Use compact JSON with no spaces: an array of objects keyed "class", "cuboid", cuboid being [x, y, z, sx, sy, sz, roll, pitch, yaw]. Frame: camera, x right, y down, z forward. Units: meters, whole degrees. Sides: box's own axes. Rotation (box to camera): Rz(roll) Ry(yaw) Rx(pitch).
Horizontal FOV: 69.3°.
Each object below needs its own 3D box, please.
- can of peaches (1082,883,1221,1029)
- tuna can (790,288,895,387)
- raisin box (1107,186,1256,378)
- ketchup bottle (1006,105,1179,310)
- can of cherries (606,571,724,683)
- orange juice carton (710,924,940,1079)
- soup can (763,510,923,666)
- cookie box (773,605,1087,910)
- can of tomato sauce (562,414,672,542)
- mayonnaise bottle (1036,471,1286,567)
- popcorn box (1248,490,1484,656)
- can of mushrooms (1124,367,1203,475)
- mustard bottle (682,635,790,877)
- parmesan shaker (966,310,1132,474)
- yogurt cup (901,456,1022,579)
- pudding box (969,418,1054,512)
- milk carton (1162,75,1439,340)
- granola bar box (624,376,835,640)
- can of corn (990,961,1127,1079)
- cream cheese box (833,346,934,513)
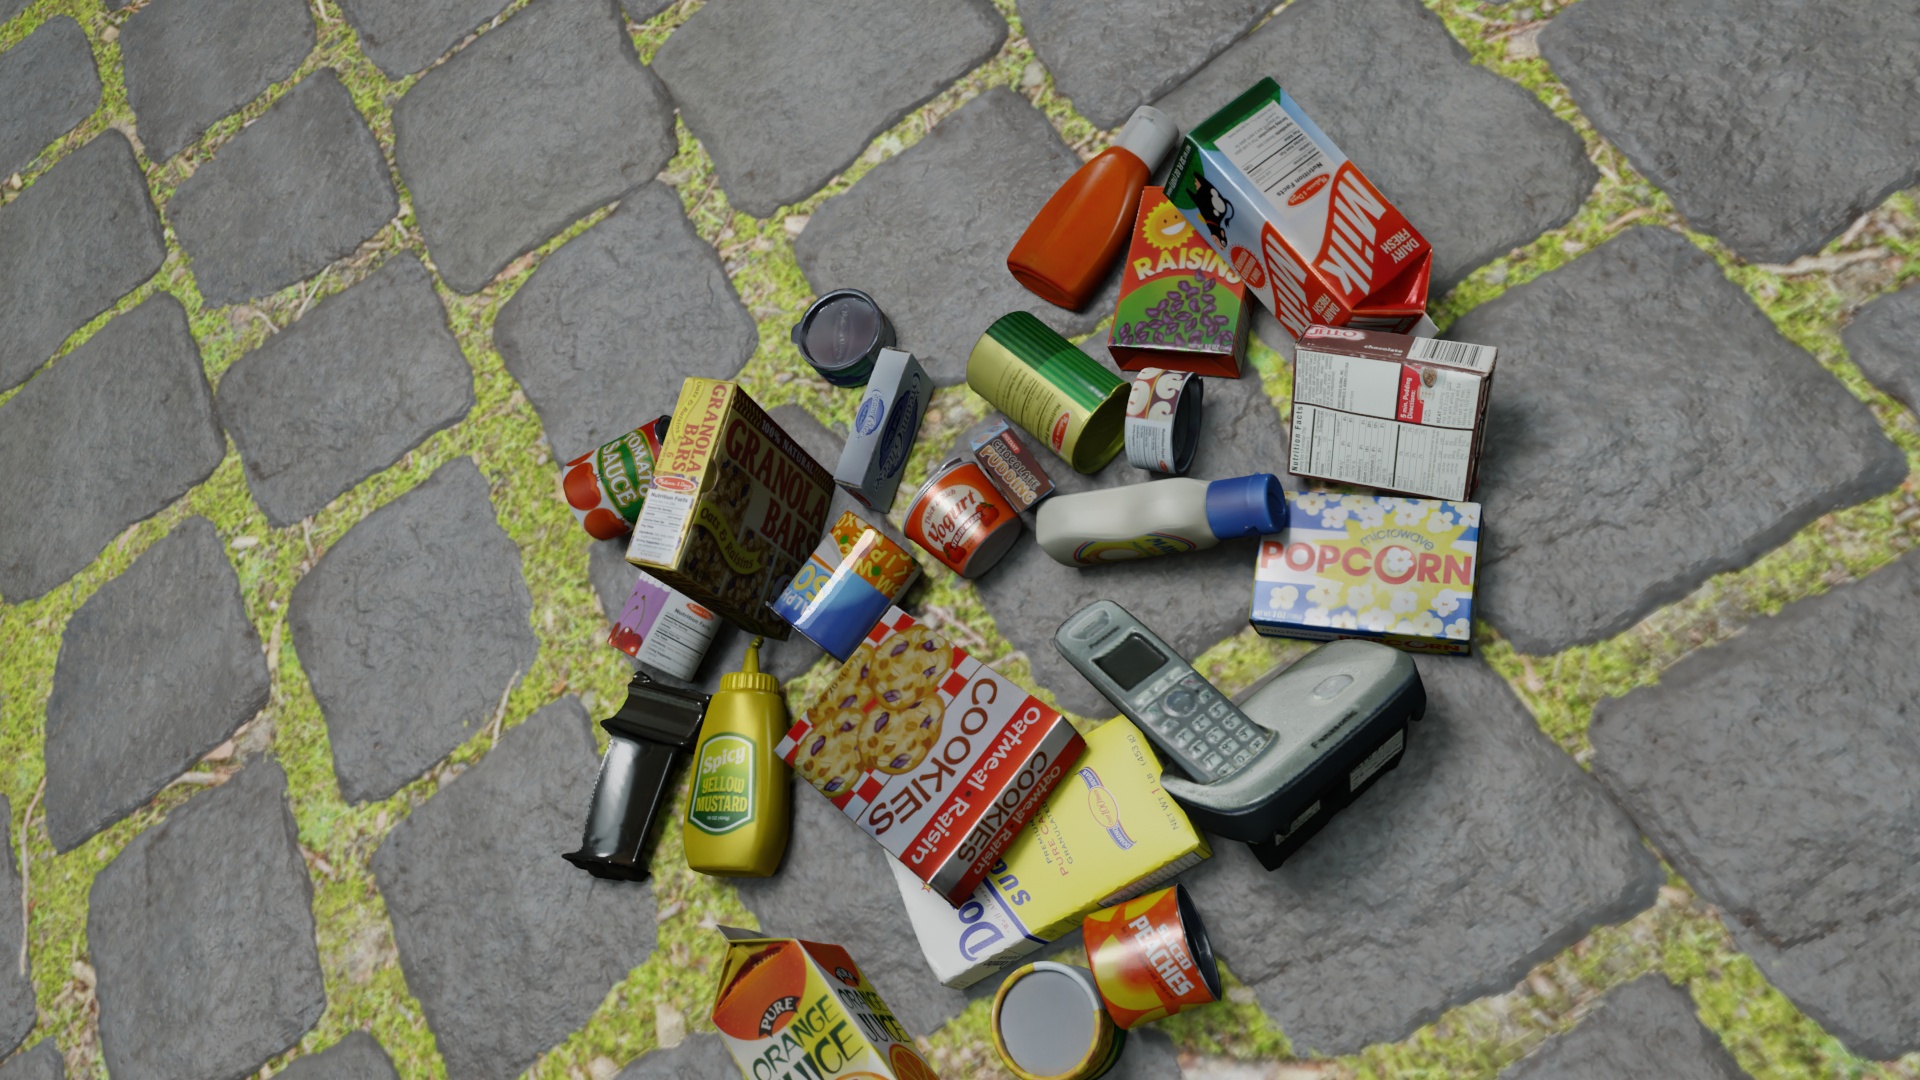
[{"class":"can of peaches","cuboid":[0.107,0.233,0.777,0.058,0.071,0.071,-22,65,13]},{"class":"tuna can","cuboid":[-0.085,-0.147,1.012,0.071,0.032,0.071,-7,68,18]},{"class":"raisin box","cuboid":[0.154,-0.174,0.931,0.086,0.040,0.123,7,73,23]},{"class":"ketchup bottle","cuboid":[0.098,-0.236,0.973,0.065,0.043,0.149,32,84,26]},{"class":"can of cherries","cuboid":[-0.203,0.059,0.961,0.071,0.071,0.058,21,80,26]},{"class":"orange juice carton","cuboid":[-0.078,0.303,0.818,0.073,0.071,0.193,-44,62,0]},{"class":"soup can","cuboid":[-0.077,0.030,0.921,0.071,0.071,0.084,34,84,27]},{"class":"cookie box","cuboid":[-0.021,0.127,0.849,0.123,0.040,0.168,-50,44,-11]},{"class":"can of tomato sauce","cuboid":[-0.237,-0.045,1.009,0.083,0.071,0.071,-24,64,11]},{"class":"mayonnaise bottle","cuboid":[0.123,-0.013,0.852,0.148,0.064,0.041,-8,69,32]},{"class":"popcorn box","cuboid":[0.241,0.018,0.826,0.127,0.038,0.085,5,71,22]},{"class":"can of mushrooms","cuboid":[0.131,-0.078,0.889,0.033,0.071,0.071,9,74,24]},{"class":"mustard bottle","cuboid":[-0.144,0.139,0.917,0.065,0.048,0.161,-5,69,17]},{"class":"parmesan shaker","cuboid":[0.063,-0.102,0.920,0.071,0.071,0.103,-48,62,-2]},{"class":"yogurt cup","cuboid":[0.003,-0.011,0.912,0.072,0.072,0.054,-46,70,-1]},{"class":"pudding box","cuboid":[0.032,-0.049,0.897,0.030,0.084,0.049,-36,97,4]},{"class":"milk carton","cuboid":[0.220,-0.186,0.866,0.073,0.072,0.191,-37,79,-13]},{"class":"granola bar box","cuboid":[-0.144,-0.016,0.910,0.039,0.165,0.124,10,74,21]},{"class":"can of corn","cuboid":[0.055,0.276,0.786,0.071,0.058,0.071,-7,68,18]},{"class":"cream cheese box","cuboid":[-0.052,-0.076,0.962,0.024,0.053,0.104,14,76,22]}]
